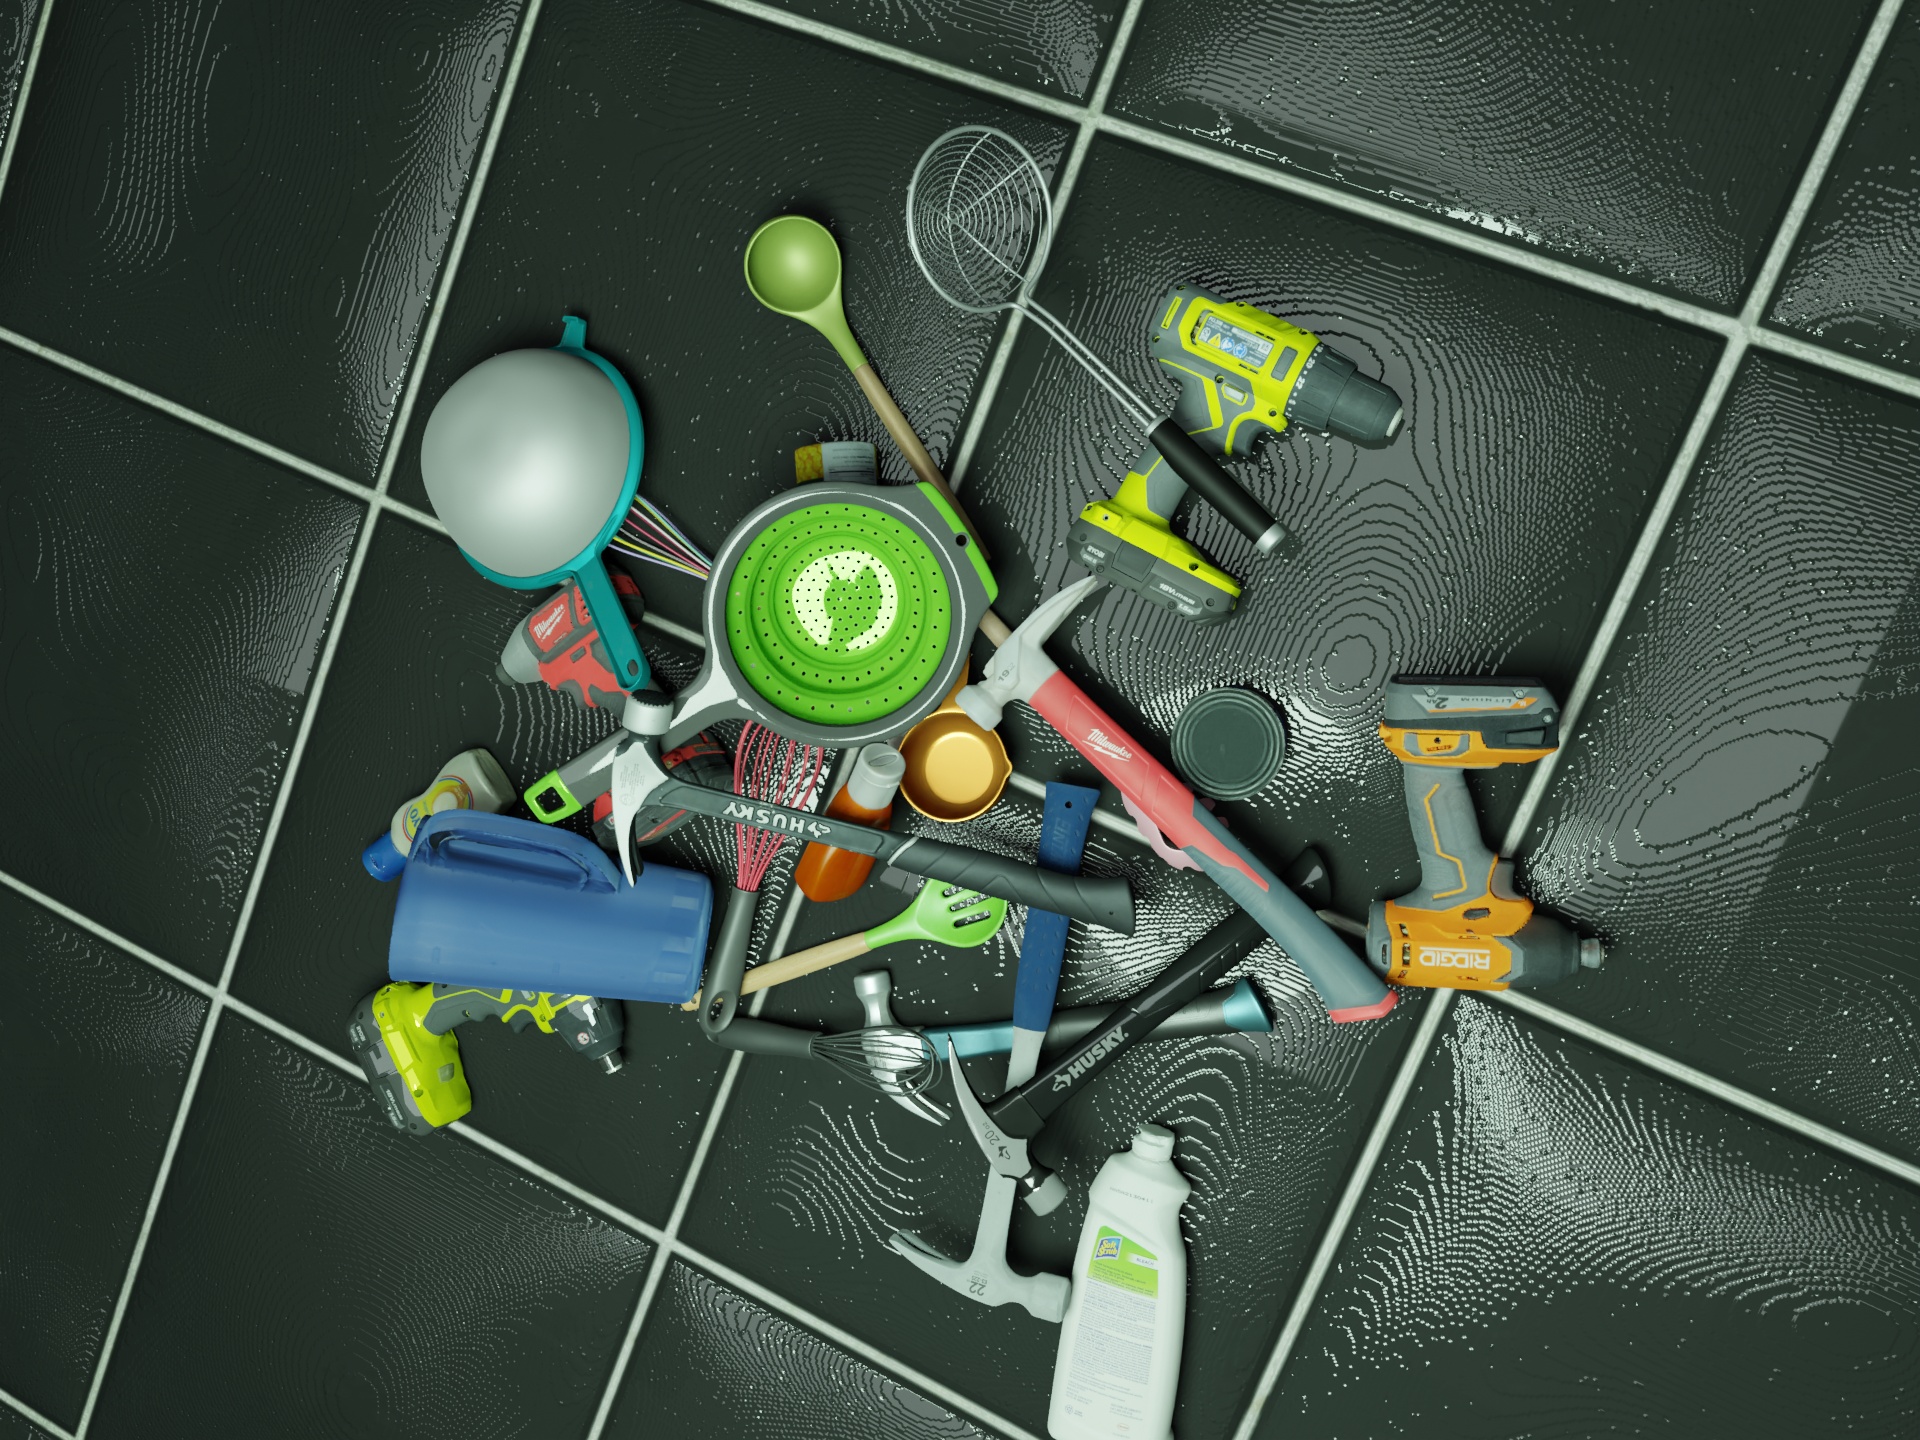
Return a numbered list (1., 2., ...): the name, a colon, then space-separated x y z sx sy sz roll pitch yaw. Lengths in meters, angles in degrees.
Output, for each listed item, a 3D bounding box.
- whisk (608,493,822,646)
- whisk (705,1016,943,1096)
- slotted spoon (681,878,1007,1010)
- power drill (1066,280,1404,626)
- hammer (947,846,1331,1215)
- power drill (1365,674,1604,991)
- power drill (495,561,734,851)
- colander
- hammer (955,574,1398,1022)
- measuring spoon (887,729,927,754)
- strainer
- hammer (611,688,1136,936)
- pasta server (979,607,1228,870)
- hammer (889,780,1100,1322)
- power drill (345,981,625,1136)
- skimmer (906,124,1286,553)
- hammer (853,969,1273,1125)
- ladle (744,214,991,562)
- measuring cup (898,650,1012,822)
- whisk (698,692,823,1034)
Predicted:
1. whisk: -0.216 -0.133 1.323 0.245 0.047 0.051 31 110 8
2. whisk: -0.116 0.266 1.292 0.239 0.055 0.055 1 94 34
3. slotted spoon: -0.099 0.187 1.313 0.314 0.031 0.070 -22 81 18
4. power drill: 0.198 -0.189 1.180 0.190 0.080 0.228 29 98 13
5. hammer: 0.141 0.209 1.190 0.335 0.035 0.146 -39 90 -3
6. power drill: 0.378 0.084 1.142 0.164 0.084 0.226 2 98 16
7. power drill: -0.296 -0.007 1.336 0.143 0.078 0.220 -33 81 15
8. colander: -0.163 -0.044 1.241 0.397 0.094 0.204 -32 104 4
9. hammer: 0.179 0.065 1.172 0.386 0.038 0.143 44 93 13
10. measuring spoon: -0.024 -0.025 1.283 0.034 0.018 0.124 32 101 12
11. strainer: -0.342 -0.168 1.281 0.211 0.095 0.341 -36 65 17
12. hammer: -0.064 0.097 1.191 0.409 0.036 0.149 15 109 0
13. pasta server: 0.090 -0.005 1.249 0.060 0.040 0.316 -45 77 14
14. hammer: 0.046 0.248 1.233 0.144 0.035 0.405 10 90 16
15. power drill: -0.405 0.262 1.382 0.223 0.080 0.171 -29 84 13
16. skimmer: 0.104 -0.265 1.121 0.127 0.090 0.363 -40 81 -22
17. hammer: 0.079 0.244 1.261 0.331 0.033 0.128 -10 90 16
18. ladle: -0.068 -0.260 1.264 0.078 0.062 0.320 -33 87 9
19. measuring cup: -0.002 -0.004 1.263 0.095 0.052 0.174 2 82 8
20. whisk: -0.170 0.119 1.304 0.073 0.073 0.296 17 97 15
